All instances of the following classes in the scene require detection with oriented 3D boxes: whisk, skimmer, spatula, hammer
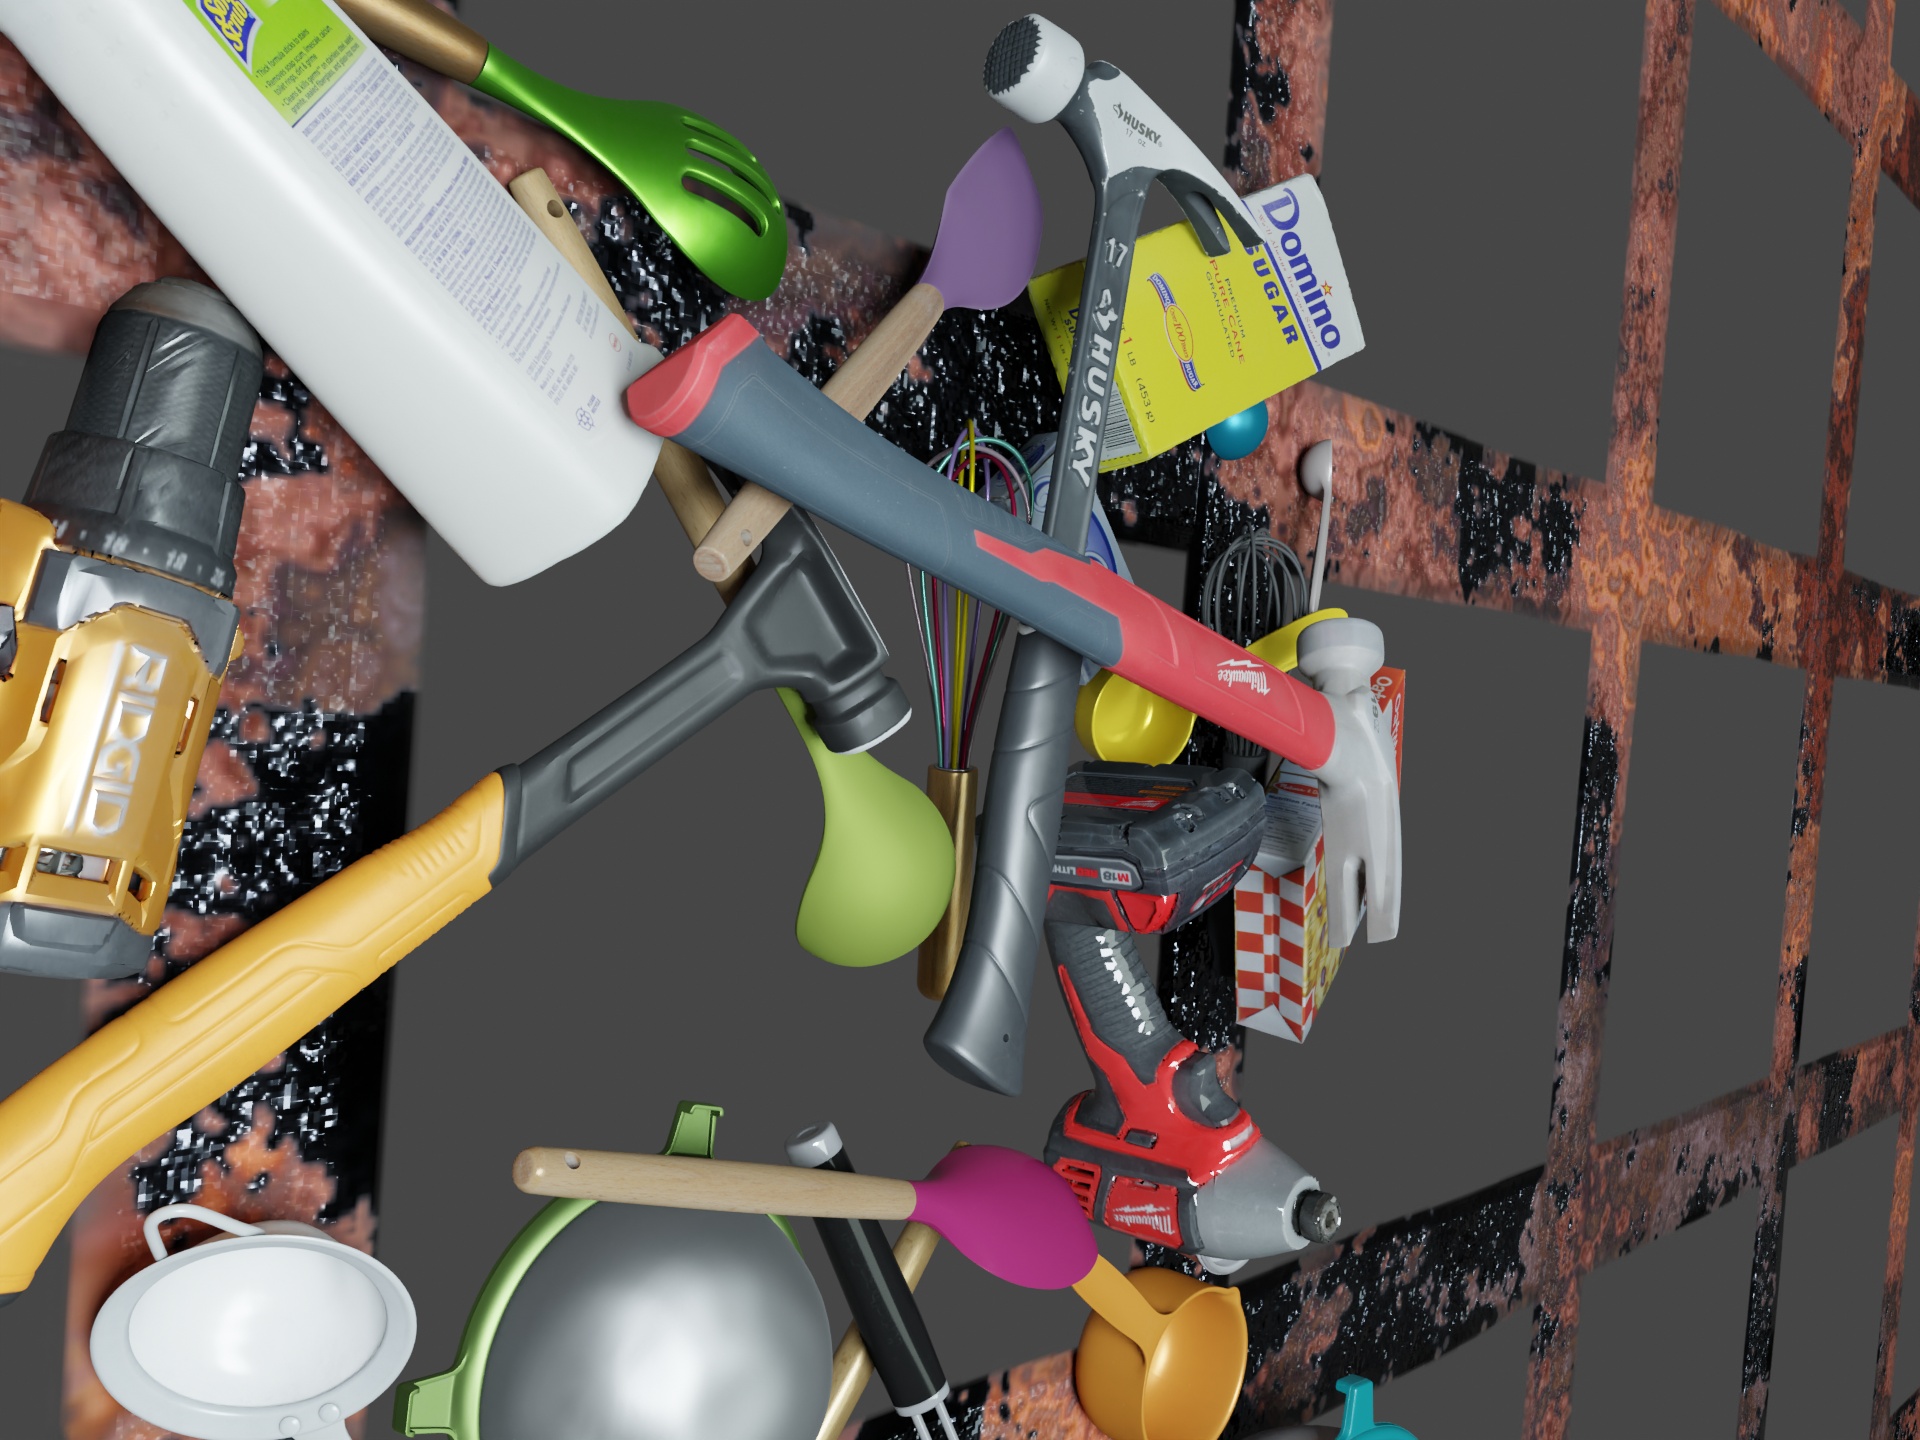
[{"bbox_3d":[-0.001,-0.002,0.669,0.051,0.047,0.245,-3,101,-34],"label":"whisk"},{"bbox_3d":[0.015,0.332,0.628,0.127,0.090,0.363,-24,97,-13],"label":"skimmer"},{"bbox_3d":[-0.021,-0.142,0.590,0.059,0.018,0.316,64,35,-29],"label":"spatula"},{"bbox_3d":[-0.163,0.040,0.479,0.337,0.034,0.127,-40,112,-27],"label":"hammer"},{"bbox_3d":[0.047,-0.025,0.567,0.386,0.038,0.143,23,60,-42],"label":"hammer"},{"bbox_3d":[0.042,-0.058,0.632,0.149,0.036,0.409,17,79,-41],"label":"hammer"},{"bbox_3d":[0.144,0.018,0.818,0.055,0.055,0.239,-9,106,-45],"label":"whisk"}]

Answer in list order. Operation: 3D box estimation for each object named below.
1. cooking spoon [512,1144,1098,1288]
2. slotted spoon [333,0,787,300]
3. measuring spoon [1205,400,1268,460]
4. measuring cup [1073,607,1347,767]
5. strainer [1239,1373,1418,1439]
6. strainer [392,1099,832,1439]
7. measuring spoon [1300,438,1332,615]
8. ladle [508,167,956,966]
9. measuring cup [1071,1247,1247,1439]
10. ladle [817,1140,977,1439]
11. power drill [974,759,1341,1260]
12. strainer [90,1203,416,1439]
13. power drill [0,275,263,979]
[{"bbox_3d":[-0.038,0.181,0.606,0.017,0.069,0.318,-41,143,20],"label":"cooking spoon"},{"bbox_3d":[-0.169,-0.209,0.478,0.313,0.031,0.070,17,56,-43],"label":"slotted spoon"},{"bbox_3d":[0.150,-0.197,0.813,0.042,0.021,0.128,7,91,-46],"label":"measuring spoon"},{"bbox_3d":[0.121,-0.023,0.767,0.156,0.029,0.062,-25,112,-23],"label":"measuring cup"},{"bbox_3d":[0.187,0.508,0.877,0.211,0.095,0.340,-48,128,-28],"label":"strainer"},{"bbox_3d":[-0.073,0.277,0.576,0.151,0.069,0.256,-43,113,-36],"label":"strainer"},{"bbox_3d":[0.185,-0.100,0.840,0.034,0.018,0.124,73,26,-51],"label":"measuring spoon"},{"bbox_3d":[-0.085,-0.044,0.584,0.078,0.062,0.320,-42,115,-36],"label":"ladle"},{"bbox_3d":[0.076,0.291,0.769,0.173,0.052,0.095,51,59,-34],"label":"measuring cup"},{"bbox_3d":[-0.071,0.309,0.638,0.069,0.031,0.315,50,58,-32],"label":"ladle"},{"bbox_3d":[0.090,0.134,0.702,0.078,0.143,0.219,-25,109,-42],"label":"power drill"},{"bbox_3d":[-0.193,0.234,0.495,0.087,0.050,0.258,-15,116,-7],"label":"strainer"},{"bbox_3d":[-0.273,-0.046,0.358,0.226,0.084,0.185,22,76,-49],"label":"power drill"}]
